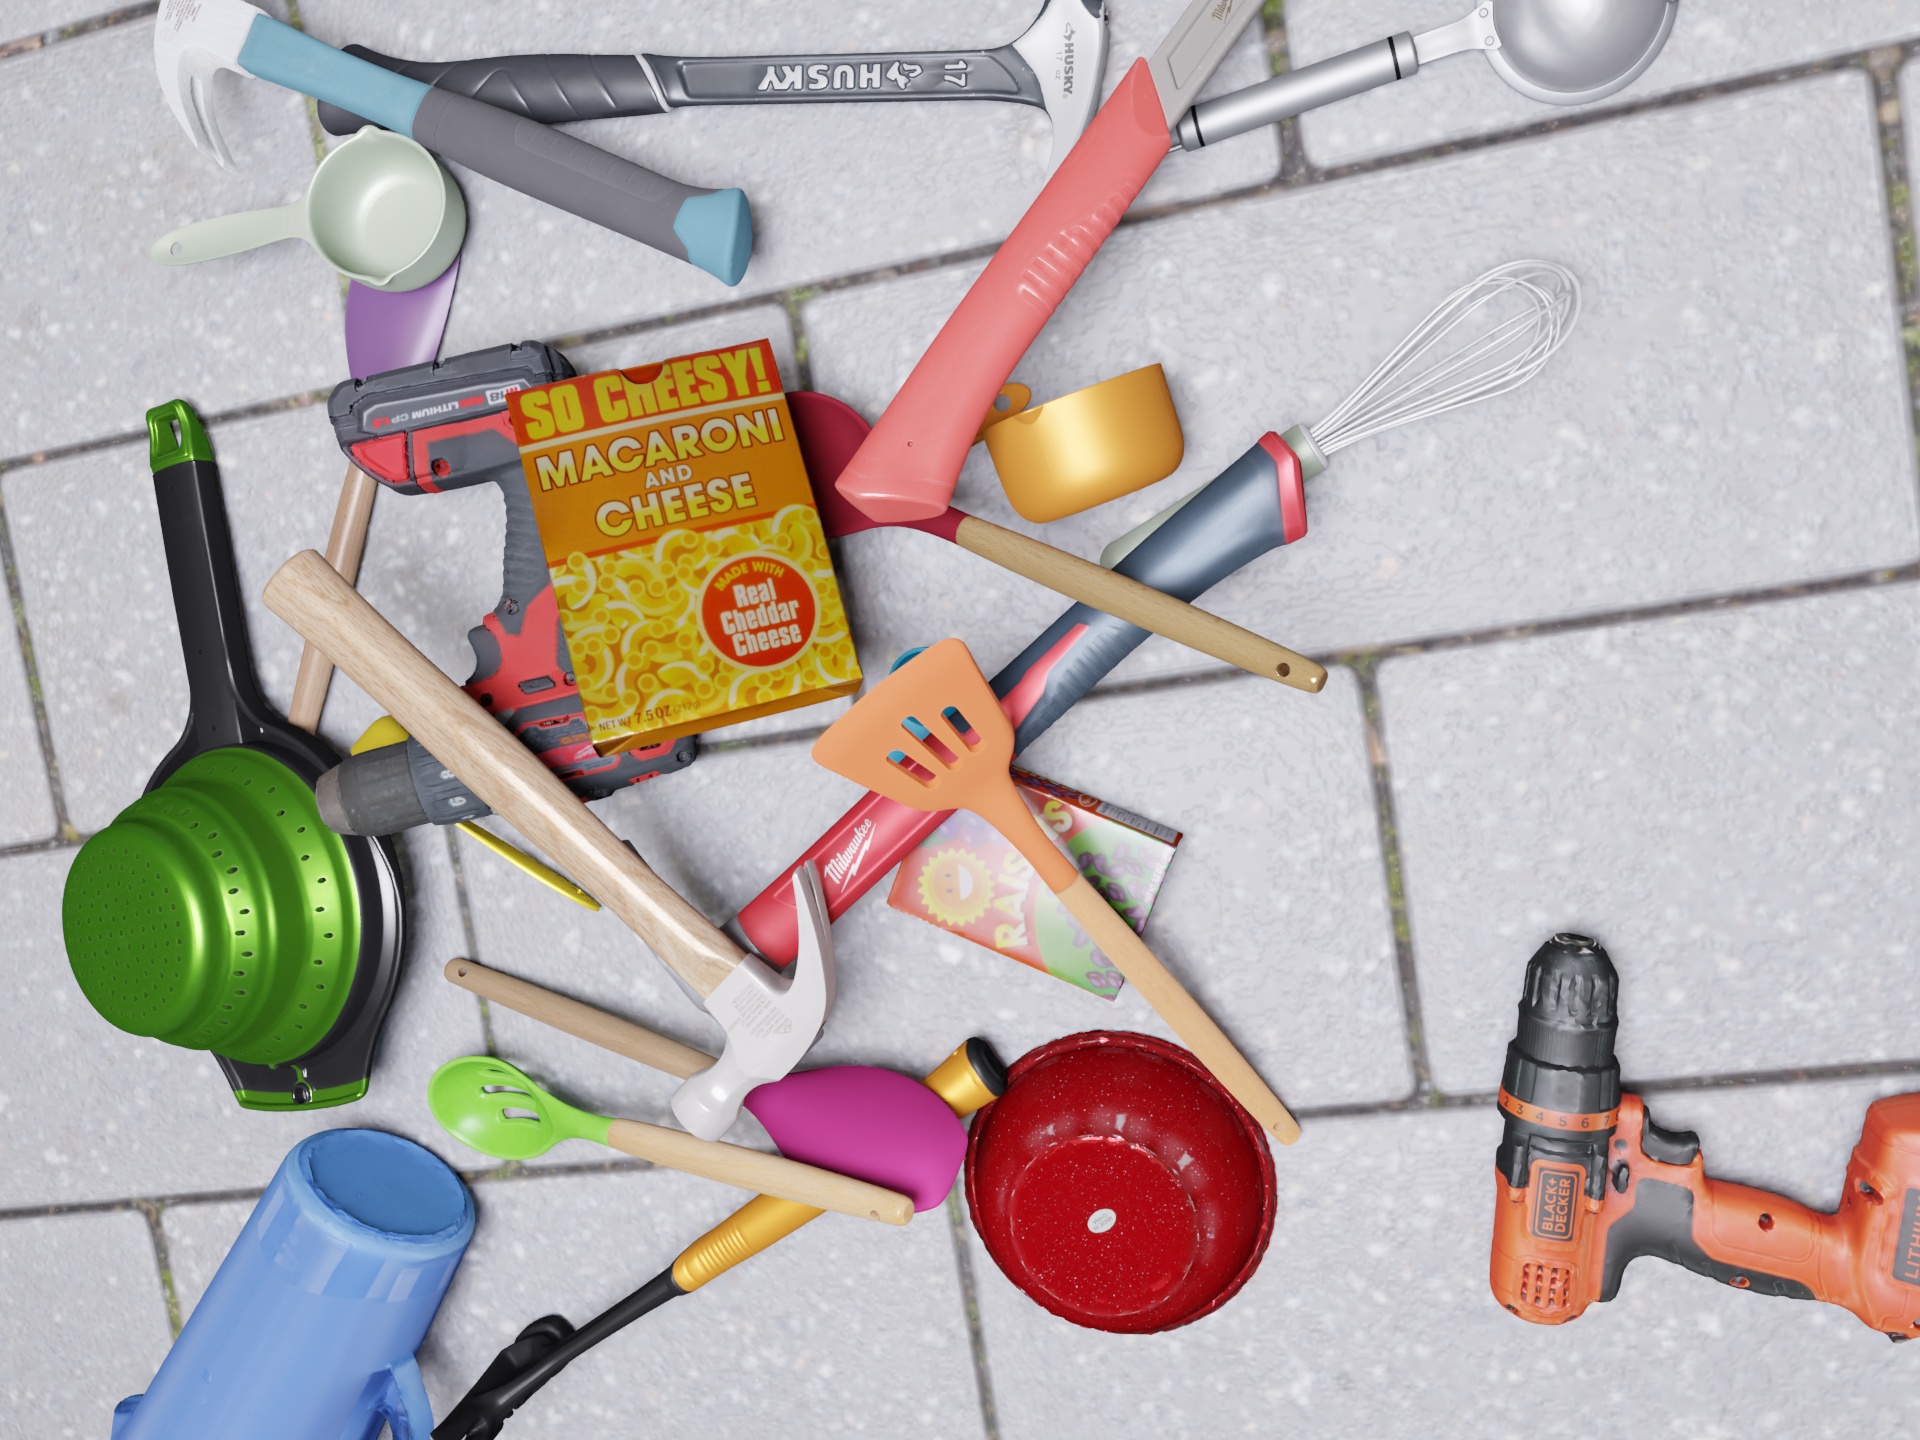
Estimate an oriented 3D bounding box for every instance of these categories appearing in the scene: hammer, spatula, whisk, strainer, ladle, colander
[{"bbox_3d":[-0.192,0.041,0.742,0.331,0.031,0.130,43,100,0],"label":"hammer"},{"bbox_3d":[0.063,0.094,0.724,0.081,0.041,0.322,-38,109,9],"label":"spatula"},{"bbox_3d":[-0.328,-0.121,0.860,0.060,0.018,0.316,18,99,10],"label":"spatula"},{"bbox_3d":[-0.118,0.268,0.815,0.337,0.127,0.034,-36,90,9],"label":"hammer"},{"bbox_3d":[0.055,-0.242,0.686,0.149,0.036,0.359,35,87,13],"label":"hammer"},{"bbox_3d":[-0.131,-0.309,0.783,0.409,0.036,0.149,3,98,14],"label":"hammer"},{"bbox_3d":[-0.247,-0.291,0.772,0.331,0.033,0.128,25,90,9],"label":"hammer"},{"bbox_3d":[0.168,-0.131,0.730,0.246,0.057,0.059,-32,54,18],"label":"whisk"},{"bbox_3d":[0.204,-0.295,0.703,0.258,0.050,0.086,-14,105,18],"label":"strainer"},{"bbox_3d":[0.022,-0.077,0.710,0.316,0.031,0.069,27,115,30],"label":"ladle"},{"bbox_3d":[-0.417,0.023,0.844,0.204,0.094,0.397,-11,89,27],"label":"colander"},{"bbox_3d":[-0.001,-0.002,0.746,0.386,0.038,0.143,-43,83,14],"label":"hammer"}]

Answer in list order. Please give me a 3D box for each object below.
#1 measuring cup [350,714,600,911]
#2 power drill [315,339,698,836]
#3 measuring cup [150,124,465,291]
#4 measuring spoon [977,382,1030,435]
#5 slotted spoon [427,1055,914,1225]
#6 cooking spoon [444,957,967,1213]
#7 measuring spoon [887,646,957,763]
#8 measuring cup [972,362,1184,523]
[{"bbox_3d":[-0.252,0.049,0.851,0.156,0.062,0.029,35,91,-4],"label":"measuring cup"},{"bbox_3d":[-0.247,-0.058,0.795,0.188,0.080,0.226,-15,95,-7],"label":"power drill"},{"bbox_3d":[-0.335,-0.252,0.822,0.167,0.038,0.083,-7,86,11],"label":"measuring cup"},{"bbox_3d":[-0.019,-0.139,0.787,0.117,0.011,0.021,-22,91,15],"label":"measuring spoon"},{"bbox_3d":[-0.155,0.216,0.807,0.314,0.031,0.070,3,118,33],"label":"slotted spoon"},{"bbox_3d":[-0.142,0.176,0.817,0.319,0.017,0.069,15,67,24],"label":"cooking spoon"},{"bbox_3d":[-0.027,0.021,0.809,0.042,0.021,0.128,24,111,12],"label":"measuring spoon"},{"bbox_3d":[0.025,-0.114,0.754,0.173,0.095,0.052,-18,97,33],"label":"measuring cup"}]
